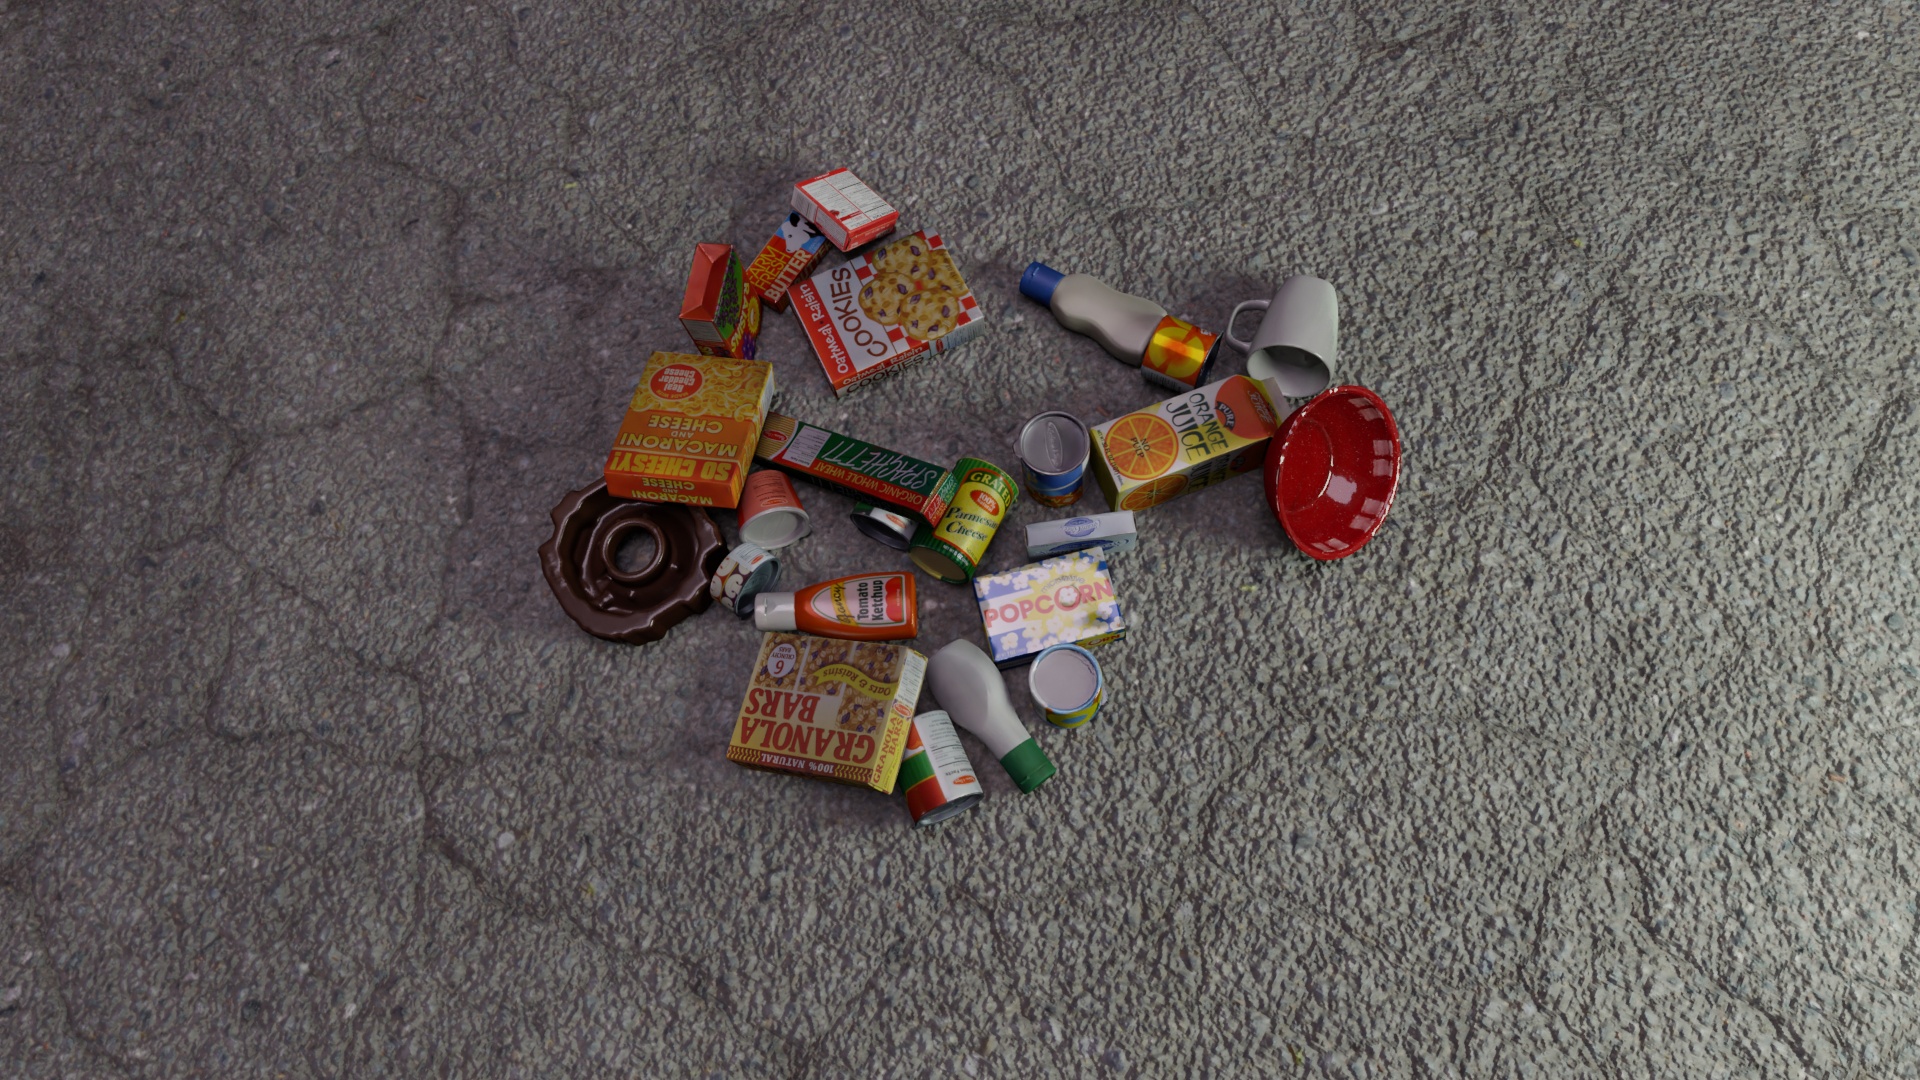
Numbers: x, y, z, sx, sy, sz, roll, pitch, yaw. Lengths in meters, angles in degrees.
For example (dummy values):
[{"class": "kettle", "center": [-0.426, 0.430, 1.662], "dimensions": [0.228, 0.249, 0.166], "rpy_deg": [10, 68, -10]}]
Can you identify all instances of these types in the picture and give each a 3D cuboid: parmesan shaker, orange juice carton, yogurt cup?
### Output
[{"class": "parmesan shaker", "center": [0.005, -0.016, 1.303], "dimensions": [0.071, 0.071, 0.103], "rpy_deg": [23, 67, 13]}, {"class": "orange juice carton", "center": [0.223, -0.094, 1.314], "dimensions": [0.193, 0.072, 0.072], "rpy_deg": [-20, 69, -3]}, {"class": "yogurt cup", "center": [-0.184, -0.031, 1.332], "dimensions": [0.072, 0.072, 0.054], "rpy_deg": [-20, 61, -2]}]

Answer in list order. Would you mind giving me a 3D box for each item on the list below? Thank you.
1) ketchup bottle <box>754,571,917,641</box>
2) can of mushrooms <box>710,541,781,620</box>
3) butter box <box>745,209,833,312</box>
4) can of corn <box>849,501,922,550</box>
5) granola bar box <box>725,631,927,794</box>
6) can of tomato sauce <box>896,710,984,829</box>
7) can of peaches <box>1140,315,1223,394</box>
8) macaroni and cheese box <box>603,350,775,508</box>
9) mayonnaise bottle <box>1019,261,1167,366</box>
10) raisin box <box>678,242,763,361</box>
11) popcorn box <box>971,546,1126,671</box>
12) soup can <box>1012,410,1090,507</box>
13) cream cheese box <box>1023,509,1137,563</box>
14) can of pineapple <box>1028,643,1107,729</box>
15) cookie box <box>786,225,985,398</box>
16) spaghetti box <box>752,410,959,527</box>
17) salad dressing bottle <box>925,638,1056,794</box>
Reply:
[{"class": "ketchup bottle", "center": [-0.116, 0.064, 1.297], "dimensions": [0.149, 0.043, 0.065], "rpy_deg": [-3, 67, 2]}, {"class": "can of mushrooms", "center": [-0.203, 0.038, 1.307], "dimensions": [0.033, 0.071, 0.071], "rpy_deg": [33, 76, 15]}, {"class": "butter box", "center": [-0.182, -0.291, 1.451], "dimensions": [0.053, 0.024, 0.104], "rpy_deg": [29, 74, 15]}, {"class": "can of corn", "center": [-0.064, -0.032, 1.322], "dimensions": [0.071, 0.071, 0.058], "rpy_deg": [24, 73, 13]}, {"class": "granola bar box", "center": [-0.119, 0.151, 1.235], "dimensions": [0.165, 0.039, 0.124], "rpy_deg": [3, 68, 34]}, {"class": "can of tomato sauce", "center": [-0.027, 0.202, 1.229], "dimensions": [0.071, 0.071, 0.083], "rpy_deg": [-24, 69, -4]}, {"class": "can of peaches", "center": [0.215, -0.181, 1.351], "dimensions": [0.058, 0.071, 0.071], "rpy_deg": [24, 74, 14]}, {"class": "macaroni and cheese box", "center": [-0.256, -0.107, 1.331], "dimensions": [0.124, 0.040, 0.167], "rpy_deg": [6, 50, 5]}, {"class": "mayonnaise bottle", "center": [0.130, -0.233, 1.393], "dimensions": [0.148, 0.041, 0.065], "rpy_deg": [30, 73, 16]}, {"class": "raisin box", "center": [-0.235, -0.226, 1.378], "dimensions": [0.040, 0.123, 0.086], "rpy_deg": [5, 70, 9]}, {"class": "popcorn box", "center": [0.082, 0.063, 1.285], "dimensions": [0.127, 0.038, 0.085], "rpy_deg": [-14, 68, 0]}, {"class": "soup can", "center": [0.087, -0.076, 1.313], "dimensions": [0.071, 0.083, 0.071], "rpy_deg": [-2, 69, 5]}, {"class": "cream cheese box", "center": [0.112, -0.003, 1.300], "dimensions": [0.104, 0.053, 0.024], "rpy_deg": [-8, 71, 2]}, {"class": "can of pineapple", "center": [0.096, 0.130, 1.248], "dimensions": [0.071, 0.057, 0.071], "rpy_deg": [-2, 69, 4]}, {"class": "cookie box", "center": [-0.077, -0.232, 1.411], "dimensions": [0.168, 0.040, 0.123], "rpy_deg": [-25, 69, -5]}, {"class": "spaghetti box", "center": [-0.107, -0.070, 1.305], "dimensions": [0.250, 0.028, 0.050], "rpy_deg": [20, 71, 38]}, {"class": "salad dressing bottle", "center": [0.027, 0.159, 1.247], "dimensions": [0.064, 0.044, 0.148], "rpy_deg": [-45, 74, 30]}]
